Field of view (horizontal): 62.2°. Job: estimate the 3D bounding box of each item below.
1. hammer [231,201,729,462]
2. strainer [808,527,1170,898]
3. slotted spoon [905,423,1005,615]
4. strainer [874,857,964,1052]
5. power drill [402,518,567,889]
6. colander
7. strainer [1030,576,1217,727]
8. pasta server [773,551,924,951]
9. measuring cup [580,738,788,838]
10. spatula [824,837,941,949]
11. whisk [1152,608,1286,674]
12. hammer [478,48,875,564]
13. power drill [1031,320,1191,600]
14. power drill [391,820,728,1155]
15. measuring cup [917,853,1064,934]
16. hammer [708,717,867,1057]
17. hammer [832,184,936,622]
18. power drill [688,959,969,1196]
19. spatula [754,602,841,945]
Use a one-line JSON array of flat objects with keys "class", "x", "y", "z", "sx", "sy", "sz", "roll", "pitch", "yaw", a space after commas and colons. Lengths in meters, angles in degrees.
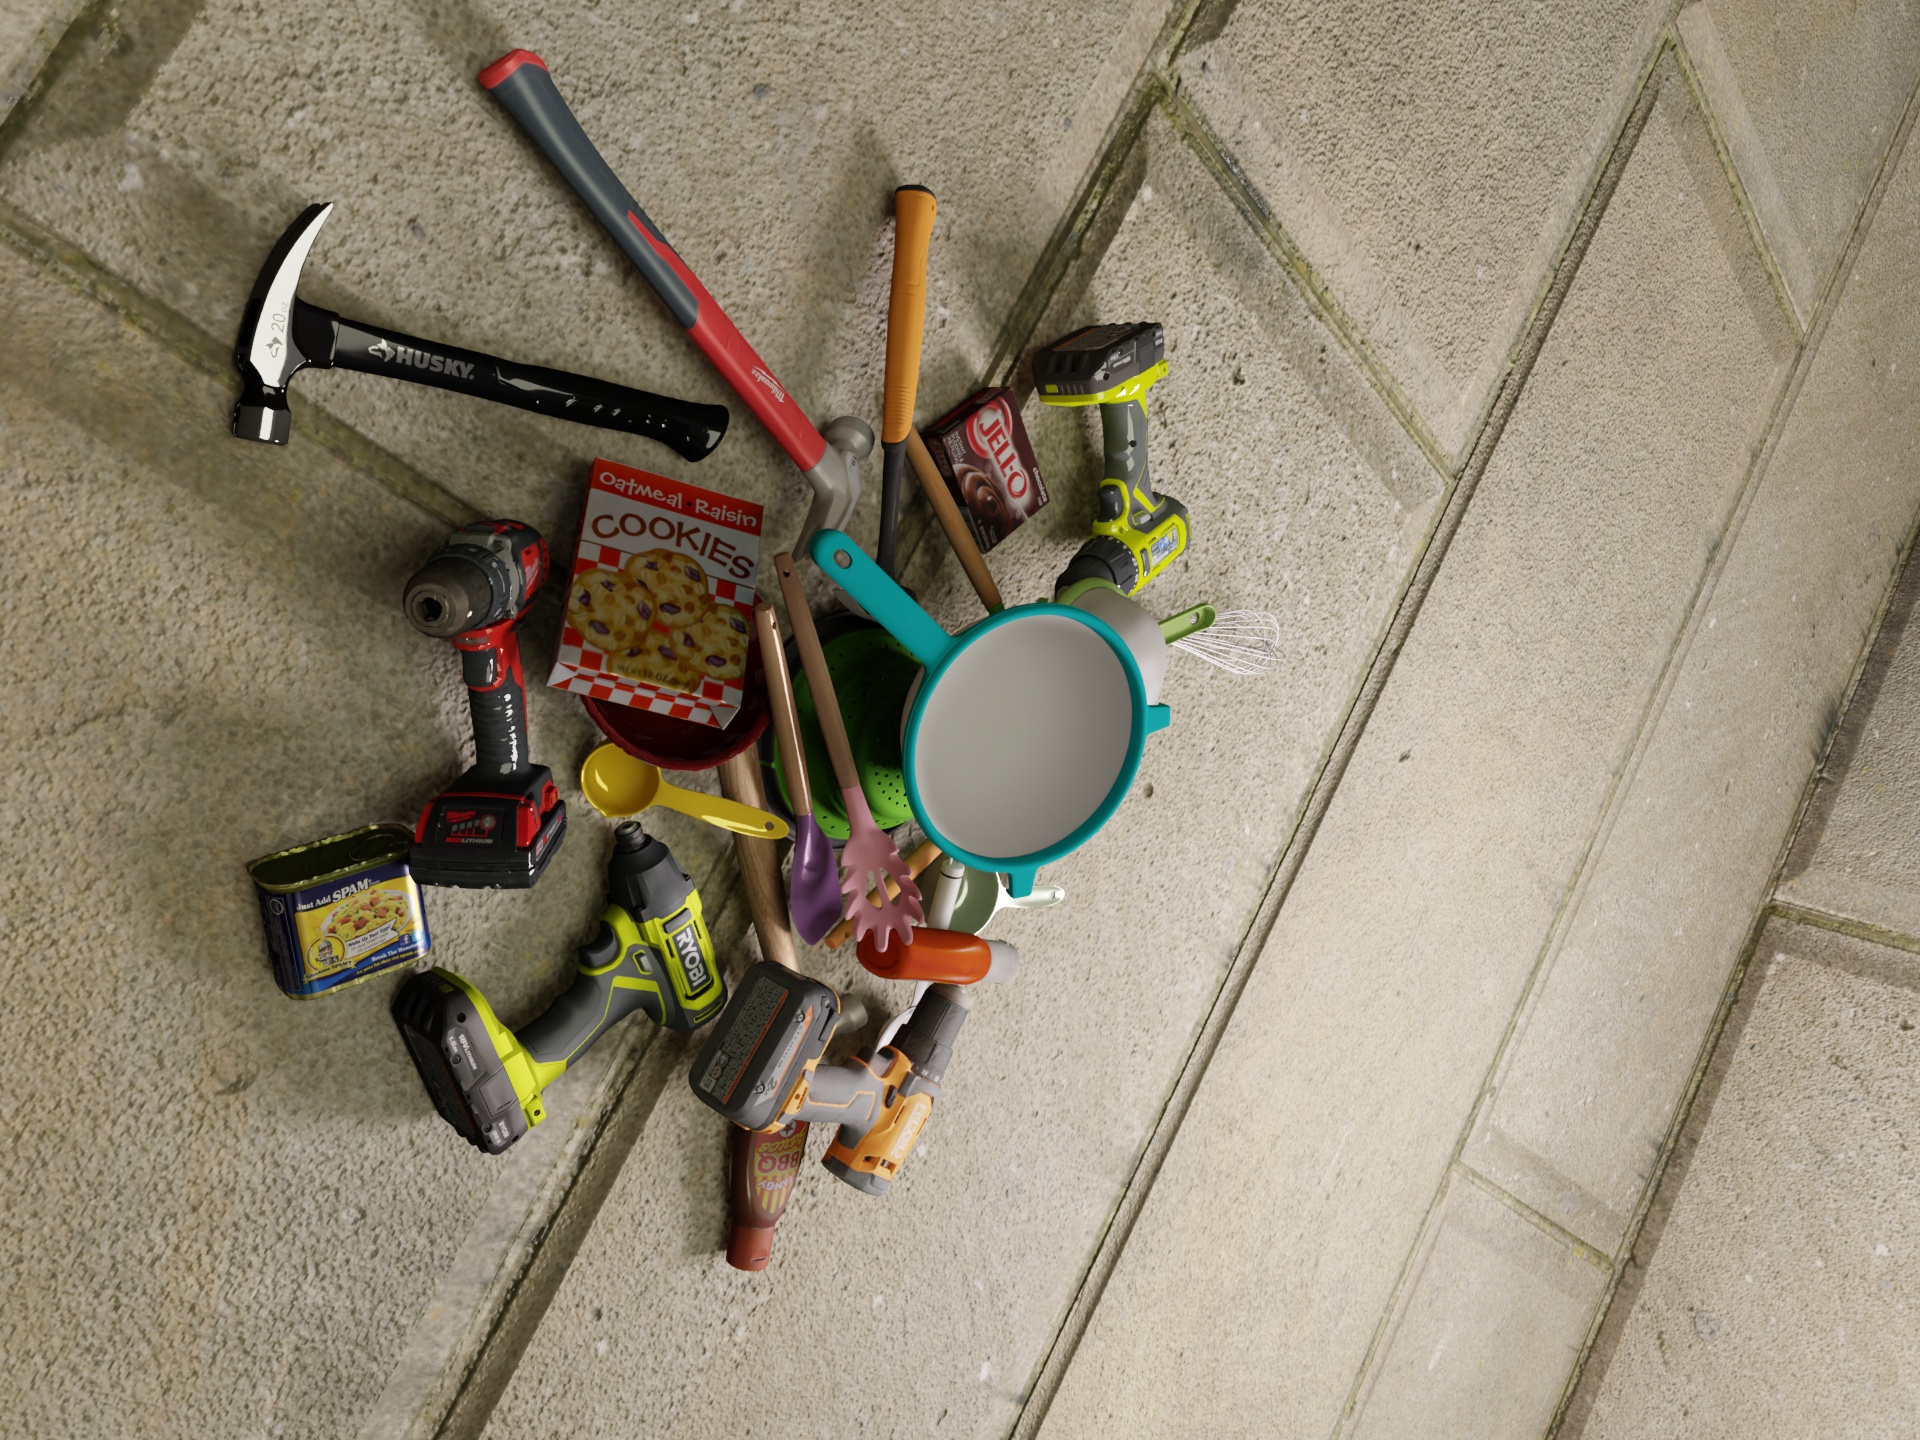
[{"class": "hammer", "x": -0.296, "y": -0.228, "z": 1.045, "sx": 0.334, "sy": 0.035, "sz": 0.146, "roll": 5, "pitch": 98, "yaw": -43}, {"class": "strainer", "x": -0.007, "y": -0.034, "z": 1.190, "sx": 0.211, "sy": 0.095, "sz": 0.340, "roll": -50, "pitch": 121, "yaw": -5}, {"class": "slotted spoon", "x": 0.016, "y": -0.117, "z": 1.308, "sx": 0.313, "sy": 0.031, "sz": 0.070, "roll": 63, "pitch": 37, "yaw": -14}, {"class": "strainer", "x": -0.032, "y": 0.222, "z": 1.374, "sx": 0.086, "sy": 0.050, "sz": 0.258, "roll": -1, "pitch": 113, "yaw": -42}, {"class": "power drill", "x": -0.304, "y": -0.009, "z": 1.004, "sx": 0.080, "sy": 0.188, "sz": 0.226, "roll": 2, "pitch": 104, "yaw": -2}, {"class": "colander", "x": -0.002, "y": -0.004, "z": 1.328, "sx": 0.397, "sy": 0.095, "sz": 0.204, "roll": -19, "pitch": 114, "yaw": -37}, {"class": "strainer", "x": 0.163, "y": -0.057, "z": 1.355, "sx": 0.256, "sy": 0.069, "sz": 0.151, "roll": -24, "pitch": 116, "yaw": -43}, {"class": "pasta server", "x": -0.090, "y": 0.026, "z": 1.191, "sx": 0.060, "sy": 0.040, "sz": 0.316, "roll": -15, "pitch": 109, "yaw": 0}, {"class": "measuring cup", "x": -0.200, "y": 0.055, "z": 1.165, "sx": 0.156, "sy": 0.029, "sz": 0.062, "roll": 19, "pitch": 103, "yaw": -15}, {"class": "spatula", "x": -0.004, "y": 0.098, "z": 1.372, "sx": 0.323, "sy": 0.041, "sz": 0.081, "roll": -41, "pitch": 128, "yaw": -39}, {"class": "whisk", "x": 0.208, "y": -0.085, "z": 1.530, "sx": 0.284, "sy": 0.070, "sz": 0.070, "roll": 6, "pitch": 98, "yaw": -37}, {"class": "hammer", "x": -0.192, "y": -0.280, "z": 1.095, "sx": 0.385, "sy": 0.038, "sz": 0.143, "roll": 50, "pitch": 42, "yaw": -35}, {"class": "power drill", "x": 0.128, "y": -0.216, "z": 1.382, "sx": 0.190, "sy": 0.080, "sz": 0.228, "roll": -38, "pitch": 126, "yaw": -47}, {"class": "power drill", "x": -0.281, "y": 0.188, "z": 1.144, "sx": 0.223, "sy": 0.080, "sz": 0.171, "roll": -34, "pitch": 123, "yaw": -35}, {"class": "measuring cup", "x": 0.027, "y": 0.155, "z": 1.439, "sx": 0.167, "sy": 0.038, "sz": 0.083, "roll": 5, "pitch": 98, "yaw": -45}, {"class": "hammer", "x": -0.153, "y": 0.146, "z": 1.251, "sx": 0.130, "sy": 0.031, "sz": 0.331, "roll": -29, "pitch": 127, "yaw": -32}, {"class": "hammer", "x": -0.050, "y": -0.244, "z": 1.217, "sx": 0.127, "sy": 0.034, "sz": 0.337, "roll": 12, "pitch": 82, "yaw": -77}, {"class": "power drill", "x": -0.089, "y": 0.266, "z": 1.272, "sx": 0.226, "sy": 0.084, "sz": 0.185, "roll": 41, "pitch": 74, "yaw": -45}, {"class": "spatula", "x": -0.122, "y": 0.048, "z": 1.180, "sx": 0.060, "sy": 0.018, "sz": 0.315, "roll": -46, "pitch": 142, "yaw": -41}]
